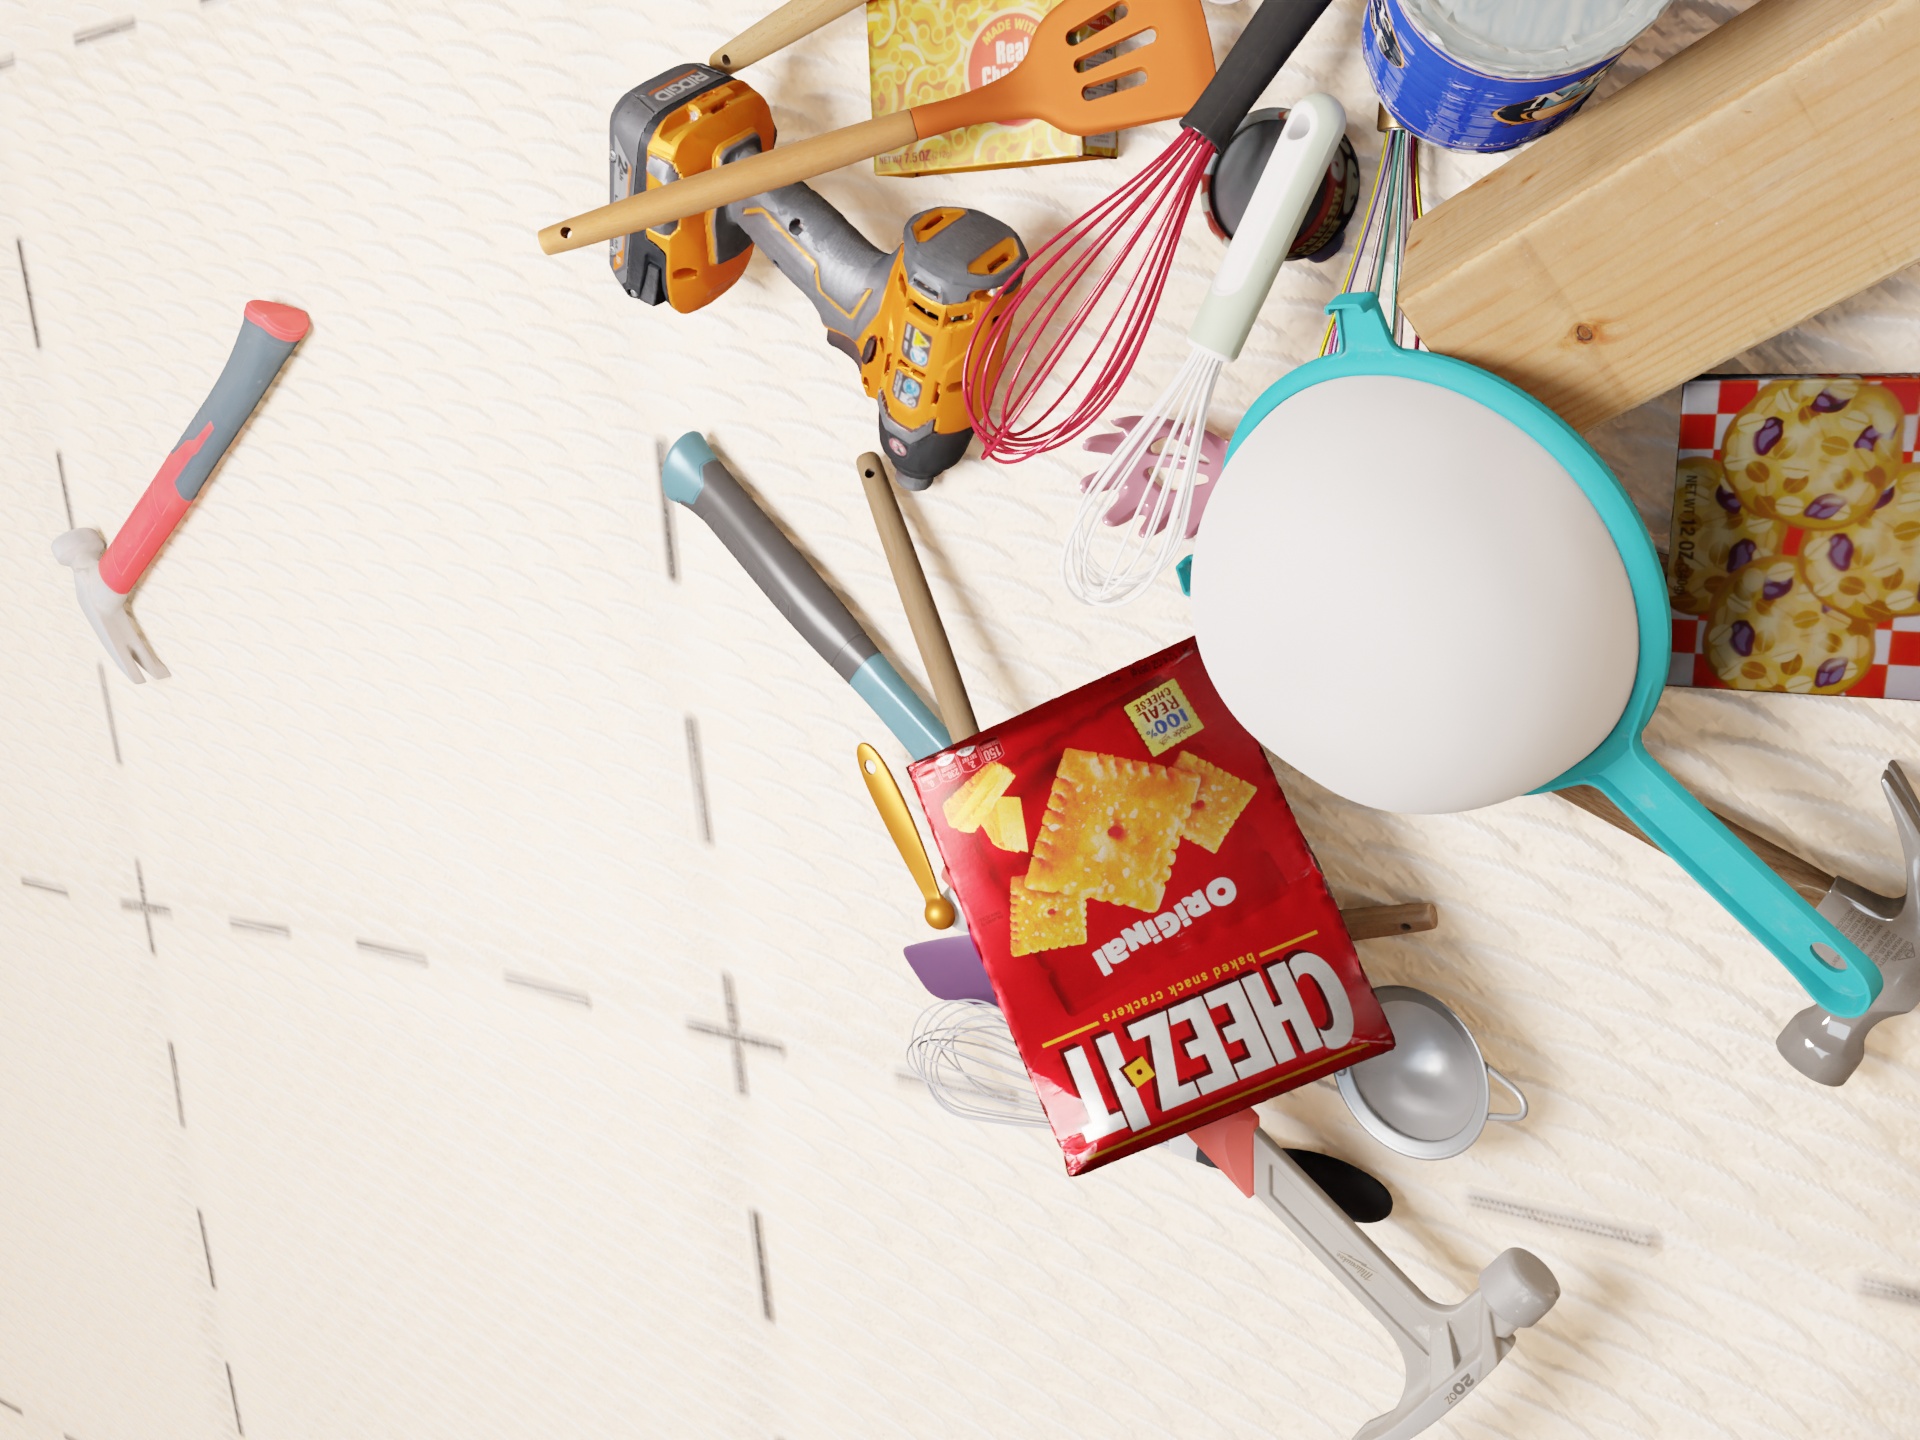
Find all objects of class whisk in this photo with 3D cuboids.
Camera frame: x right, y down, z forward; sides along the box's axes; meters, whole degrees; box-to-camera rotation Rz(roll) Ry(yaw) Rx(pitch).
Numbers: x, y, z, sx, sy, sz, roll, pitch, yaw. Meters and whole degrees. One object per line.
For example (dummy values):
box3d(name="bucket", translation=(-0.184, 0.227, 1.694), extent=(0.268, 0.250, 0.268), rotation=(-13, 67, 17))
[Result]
box3d(name="whisk", translation=(0.096, 0.220, 0.875), extent=(0.285, 0.070, 0.070), rotation=(15, 111, 25))
box3d(name="whisk", translation=(0.187, -0.234, 0.694), extent=(0.047, 0.051, 0.245), rotation=(12, 107, 37))
box3d(name="whisk", translation=(0.093, -0.237, 0.693), extent=(0.073, 0.073, 0.296), rotation=(40, 103, 18))
box3d(name="whisk", translation=(0.108, -0.160, 0.715), extent=(0.058, 0.059, 0.246), rotation=(46, 119, 45))

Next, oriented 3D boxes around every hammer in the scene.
box3d(name="hammer", translation=(0.273, 0.017, 0.712), extent=(0.331, 0.031, 0.130), rotation=(34, 120, 22))
box3d(name="hammer", translation=(-0.593, -0.178, 1.230), extent=(0.386, 0.038, 0.143), rotation=(-36, 84, 35))
box3d(name="hammer", translation=(0.117, 0.201, 0.814), extent=(0.359, 0.036, 0.149), rotation=(44, 117, 18))
box3d(name="hammer", translation=(-0.065, -0.039, 0.920), extent=(0.331, 0.033, 0.128), rotation=(49, 124, 13))

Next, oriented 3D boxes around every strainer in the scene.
box3d(name="strainer", translation=(0.171, 0.166, 0.818), extent=(0.258, 0.050, 0.087), rotation=(3, 100, 39))
box3d(name="strainer", translation=(0.210, 0.008, 0.636), extent=(0.340, 0.095, 0.211), rotation=(47, 149, 14))

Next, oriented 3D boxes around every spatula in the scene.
box3d(name="spatula", translation=(-0.045, -0.271, 0.737), extent=(0.322, 0.041, 0.081), rotation=(-16, 97, 4))
box3d(name="spatula", translation=(0.103, 0.125, 0.861), extent=(0.316, 0.018, 0.059), rotation=(-13, 120, 34))

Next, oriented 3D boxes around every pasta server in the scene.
box3d(name="pasta server", translation=(0.203, -0.090, 0.725), extent=(0.316, 0.040, 0.060), rotation=(18, 120, 27))

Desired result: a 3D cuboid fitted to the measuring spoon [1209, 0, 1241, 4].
box3d(name="measuring spoon", translation=(0.074, -0.339, 0.700), extent=(0.124, 0.018, 0.034), rotation=(15, 101, 12))

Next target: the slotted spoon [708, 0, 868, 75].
box3d(name="slotted spoon", translation=(-0.009, -0.370, 0.743), extent=(0.314, 0.031, 0.070), rotation=(-11, 115, 39))

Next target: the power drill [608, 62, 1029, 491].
box3d(name="power drill", translation=(-0.077, -0.224, 0.833), extent=(0.226, 0.084, 0.164), rotation=(34, 144, 15))

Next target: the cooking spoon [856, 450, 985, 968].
box3d(name="cooking spoon", translation=(-0.001, -0.003, 0.847), extent=(0.069, 0.017, 0.319), rotation=(-22, 75, 10))

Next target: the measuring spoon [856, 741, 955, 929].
box3d(name="measuring spoon", translation=(-0.034, 0.066, 0.902), extent=(0.021, 0.011, 0.117), rotation=(-25, 89, 38))
